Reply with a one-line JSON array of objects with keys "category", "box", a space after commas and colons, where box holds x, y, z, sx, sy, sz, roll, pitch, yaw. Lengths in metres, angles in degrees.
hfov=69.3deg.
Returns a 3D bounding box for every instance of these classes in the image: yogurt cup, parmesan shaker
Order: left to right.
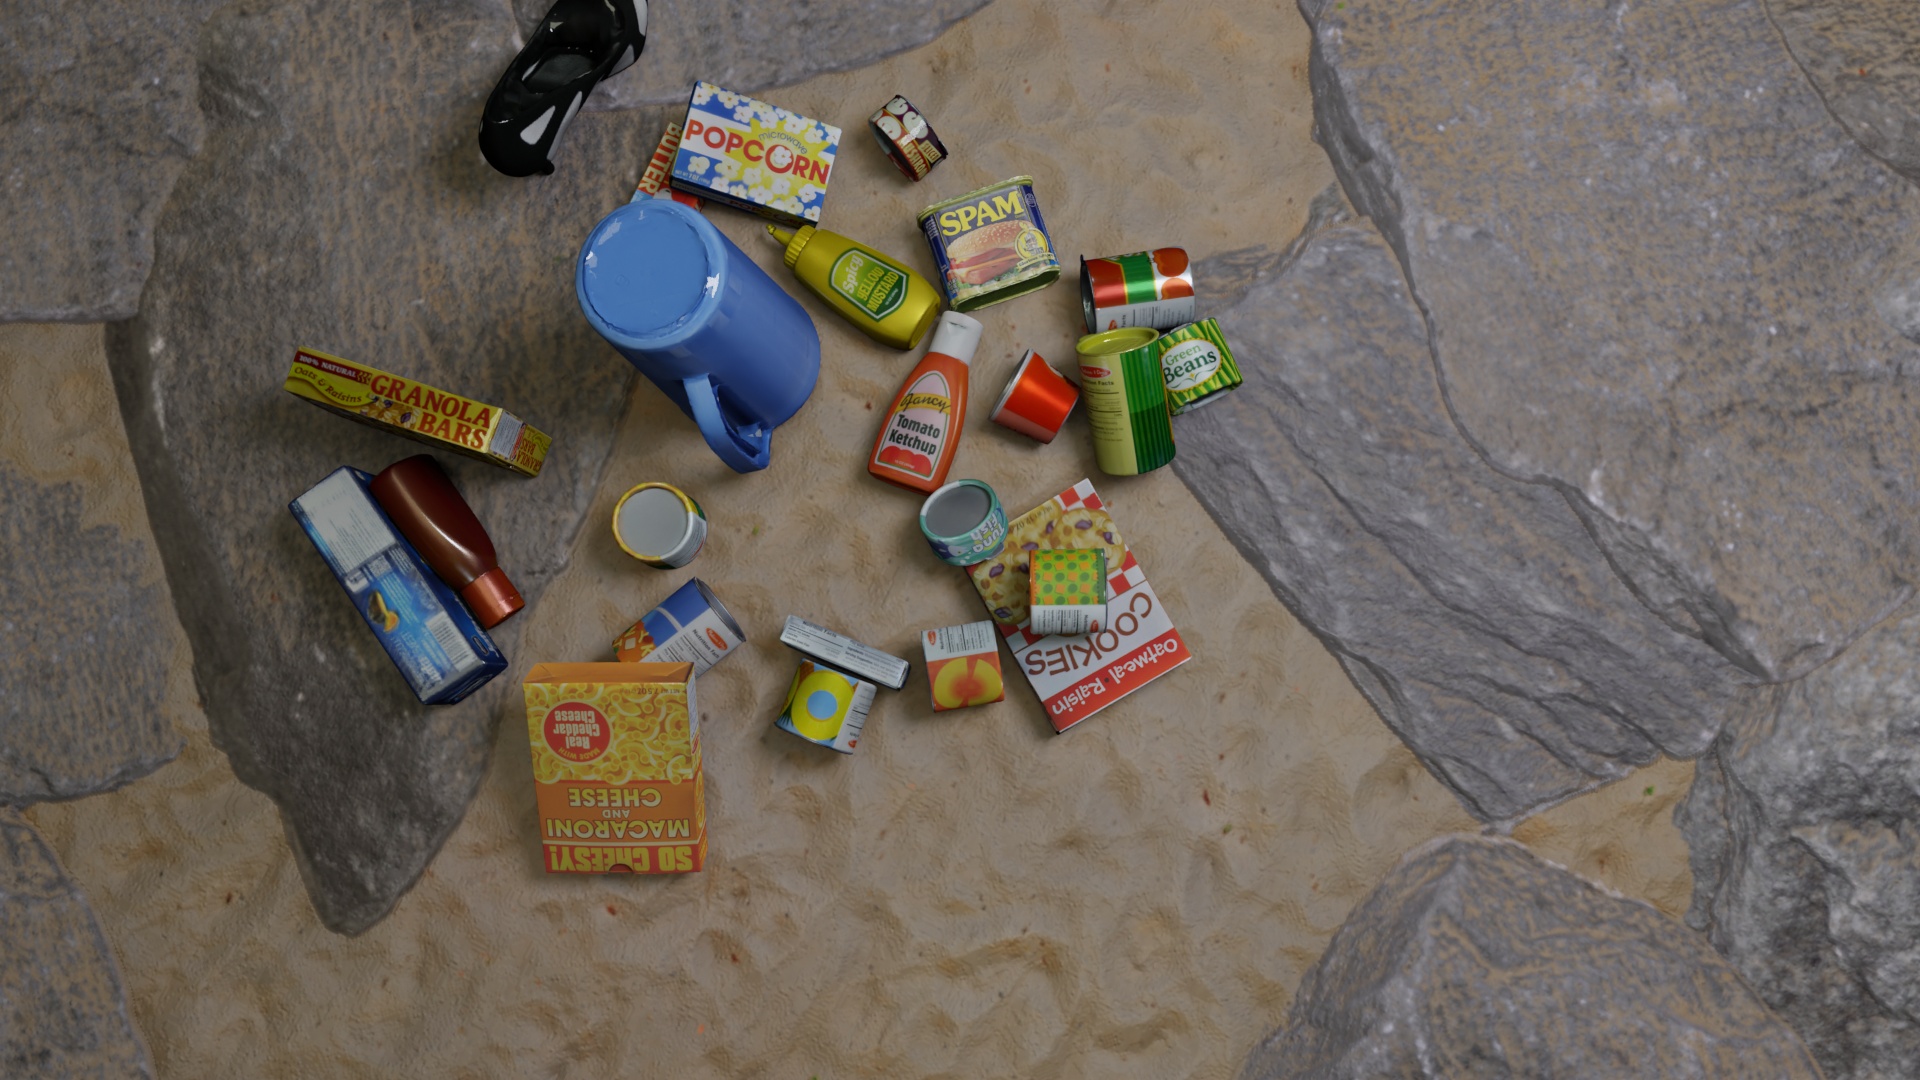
[{"category": "yogurt cup", "box": [0.062, -0.114, 1.130, 0.054, 0.072, 0.072, 30, 84, -4]}, {"category": "parmesan shaker", "box": [0.131, -0.112, 1.110, 0.071, 0.071, 0.102, -13, 113, -1]}]

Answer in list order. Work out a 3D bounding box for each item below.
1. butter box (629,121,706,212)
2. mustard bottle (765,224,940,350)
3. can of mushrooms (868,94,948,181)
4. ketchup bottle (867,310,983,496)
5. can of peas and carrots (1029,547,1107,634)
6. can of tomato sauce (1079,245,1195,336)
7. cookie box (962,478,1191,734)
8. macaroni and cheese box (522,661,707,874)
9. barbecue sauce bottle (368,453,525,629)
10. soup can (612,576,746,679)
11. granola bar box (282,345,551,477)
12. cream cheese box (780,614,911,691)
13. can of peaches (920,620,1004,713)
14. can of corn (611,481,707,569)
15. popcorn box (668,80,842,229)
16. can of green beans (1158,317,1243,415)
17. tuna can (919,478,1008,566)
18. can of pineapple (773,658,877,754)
[{"category": "butter box", "box": [-0.242, -0.297, 1.174, 0.053, 0.024, 0.103, 24, 84, 3]}, {"category": "mustard bottle", "box": [-0.096, -0.219, 1.151, 0.160, 0.048, 0.065, 31, 83, 4]}, {"category": "can of mushrooms", "box": [-0.043, -0.333, 1.155, 0.033, 0.071, 0.071, -40, 84, -3]}, {"category": "ketchup bottle", "box": [-0.023, -0.113, 1.140, 0.065, 0.043, 0.149, 19, 83, 9]}, {"category": "can of peas and carrots", "box": [0.082, 0.037, 1.069, 0.059, 0.071, 0.071, -1, 83, 2]}, {"category": "can of tomato sauce", "box": [0.144, -0.205, 1.139, 0.083, 0.071, 0.071, -9, 83, -2]}, {"category": "cookie box", "box": [0.090, 0.054, 1.120, 0.123, 0.040, 0.167, -29, 83, -3]}, {"category": "macaroni and cheese box", "box": [-0.264, 0.177, 1.072, 0.124, 0.040, 0.165, 0, 109, 0]}, {"category": "barbecue sauce bottle", "box": [-0.409, 0.002, 1.120, 0.043, 0.065, 0.148, -35, 92, 18]}, {"category": "soup can", "box": [-0.225, 0.079, 1.107, 0.084, 0.071, 0.071, -38, 84, -3]}, {"category": "granola bar box", "box": [-0.425, -0.098, 1.099, 0.166, 0.124, 0.039, 17, 84, 3]}, {"category": "cream cheese box", "box": [-0.091, 0.091, 1.109, 0.104, 0.053, 0.024, 22, 82, 3]}, {"category": "can of peaches", "box": [0.002, 0.101, 1.103, 0.058, 0.071, 0.071, -10, 83, -1]}, {"category": "can of corn", "box": [-0.245, -0.013, 1.121, 0.071, 0.058, 0.071, 0, 83, 0]}, {"category": "popcorn box", "box": [-0.170, -0.317, 1.153, 0.127, 0.038, 0.085, 15, 83, -15]}, {"category": "can of green beans", "box": [0.189, -0.141, 1.130, 0.071, 0.071, 0.058, -23, 84, -2]}, {"category": "tuna can", "box": [0.004, -0.014, 1.101, 0.071, 0.032, 0.071, -13, 46, 14]}, {"category": "can of pineapple", "box": [-0.108, 0.130, 1.098, 0.071, 0.071, 0.058, 21, 83, 3]}]
